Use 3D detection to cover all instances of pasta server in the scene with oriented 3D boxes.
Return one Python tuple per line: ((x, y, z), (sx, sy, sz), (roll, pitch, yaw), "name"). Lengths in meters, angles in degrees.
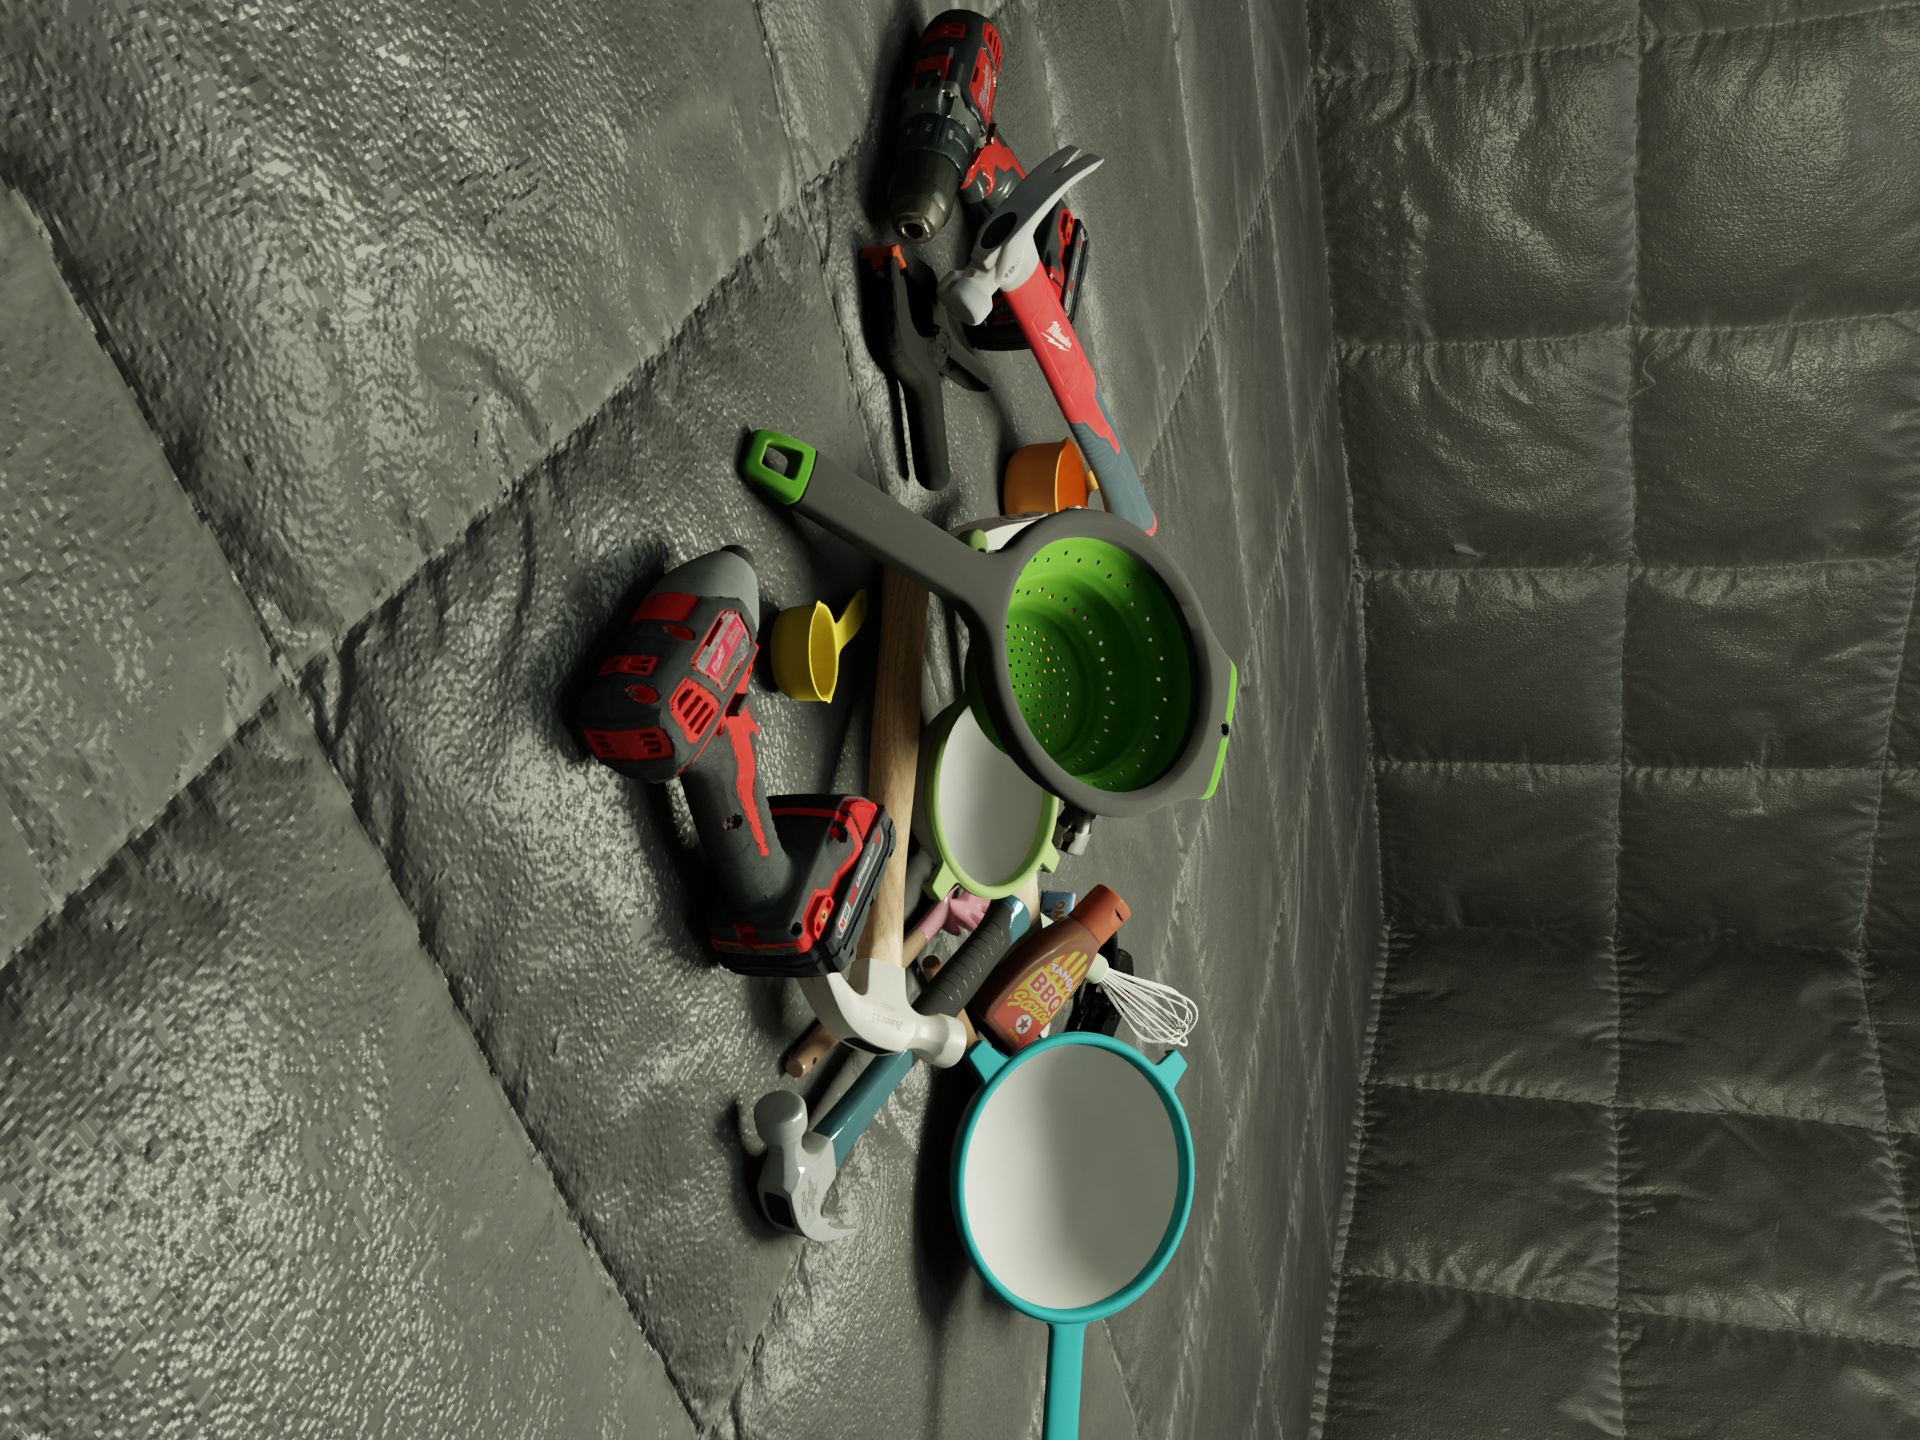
((-0.033, 0.161, 1.083), (0.316, 0.040, 0.060), (-39, 135, -61), "pasta server")

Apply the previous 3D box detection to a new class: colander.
((0.009, -0.065, 1.022), (0.396, 0.094, 0.205), (29, 63, -31), "colander")

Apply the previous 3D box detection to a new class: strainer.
((0.064, 0.407, 1.211), (0.211, 0.095, 0.340), (9, 80, -27), "strainer")
((-0.002, -0.004, 1.119), (0.151, 0.069, 0.256), (-6, 93, -53), "strainer")

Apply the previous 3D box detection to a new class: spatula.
((0.017, 0.275, 1.244), (0.315, 0.018, 0.060), (69, 34, -45), "spatula")

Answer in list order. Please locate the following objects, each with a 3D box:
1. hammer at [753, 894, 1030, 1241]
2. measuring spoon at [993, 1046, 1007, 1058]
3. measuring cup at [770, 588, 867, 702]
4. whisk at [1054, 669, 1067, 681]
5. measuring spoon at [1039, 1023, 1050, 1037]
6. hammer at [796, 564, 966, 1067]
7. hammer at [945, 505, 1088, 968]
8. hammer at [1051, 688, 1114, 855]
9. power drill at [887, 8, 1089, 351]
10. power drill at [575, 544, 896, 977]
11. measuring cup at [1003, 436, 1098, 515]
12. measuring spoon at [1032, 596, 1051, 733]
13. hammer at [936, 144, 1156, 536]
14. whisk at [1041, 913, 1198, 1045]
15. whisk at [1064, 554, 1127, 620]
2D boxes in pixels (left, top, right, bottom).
((-0.033, 0.208, 1.036), (0.331, 0.033, 0.128), (-44, 138, -52), "hammer")
((0.057, 0.291, 1.339), (0.128, 0.021, 0.042), (52, 44, -56), "measuring spoon")
((-0.085, -0.055, 0.978), (0.156, 0.029, 0.062), (-65, 151, -69), "measuring cup")
((0.058, -0.054, 1.315), (0.244, 0.051, 0.047), (43, 59, -68), "whisk")
((0.061, 0.240, 1.367), (0.034, 0.018, 0.124), (-60, 153, -30), "measuring spoon")
((-0.046, 0.043, 1.002), (0.130, 0.031, 0.332), (24, 57, -38), "hammer")
((0.036, 0.046, 1.220), (0.146, 0.038, 0.410), (-14, 114, -34), "hammer")
((0.137, 0.023, 1.429), (0.335, 0.035, 0.146), (-29, 142, -78), "hammer")
((0.015, -0.365, 1.147), (0.226, 0.080, 0.188), (53, 42, -53), "power drill")
((-0.112, 0.021, 0.833), (0.143, 0.078, 0.219), (-69, 148, -43), "power drill")
((0.082, -0.200, 1.355), (0.174, 0.052, 0.095), (-45, 132, -63), "measuring cup")
((0.061, -0.040, 1.142), (0.021, 0.011, 0.117), (38, 51, -51), "measuring spoon")
((0.100, -0.259, 1.219), (0.143, 0.038, 0.385), (-50, 149, -6), "hammer")
((0.122, 0.219, 1.369), (0.246, 0.059, 0.058), (38, 22, -32), "whisk")
((0.073, -0.115, 1.325), (0.295, 0.073, 0.073), (1, 90, -64), "whisk")
